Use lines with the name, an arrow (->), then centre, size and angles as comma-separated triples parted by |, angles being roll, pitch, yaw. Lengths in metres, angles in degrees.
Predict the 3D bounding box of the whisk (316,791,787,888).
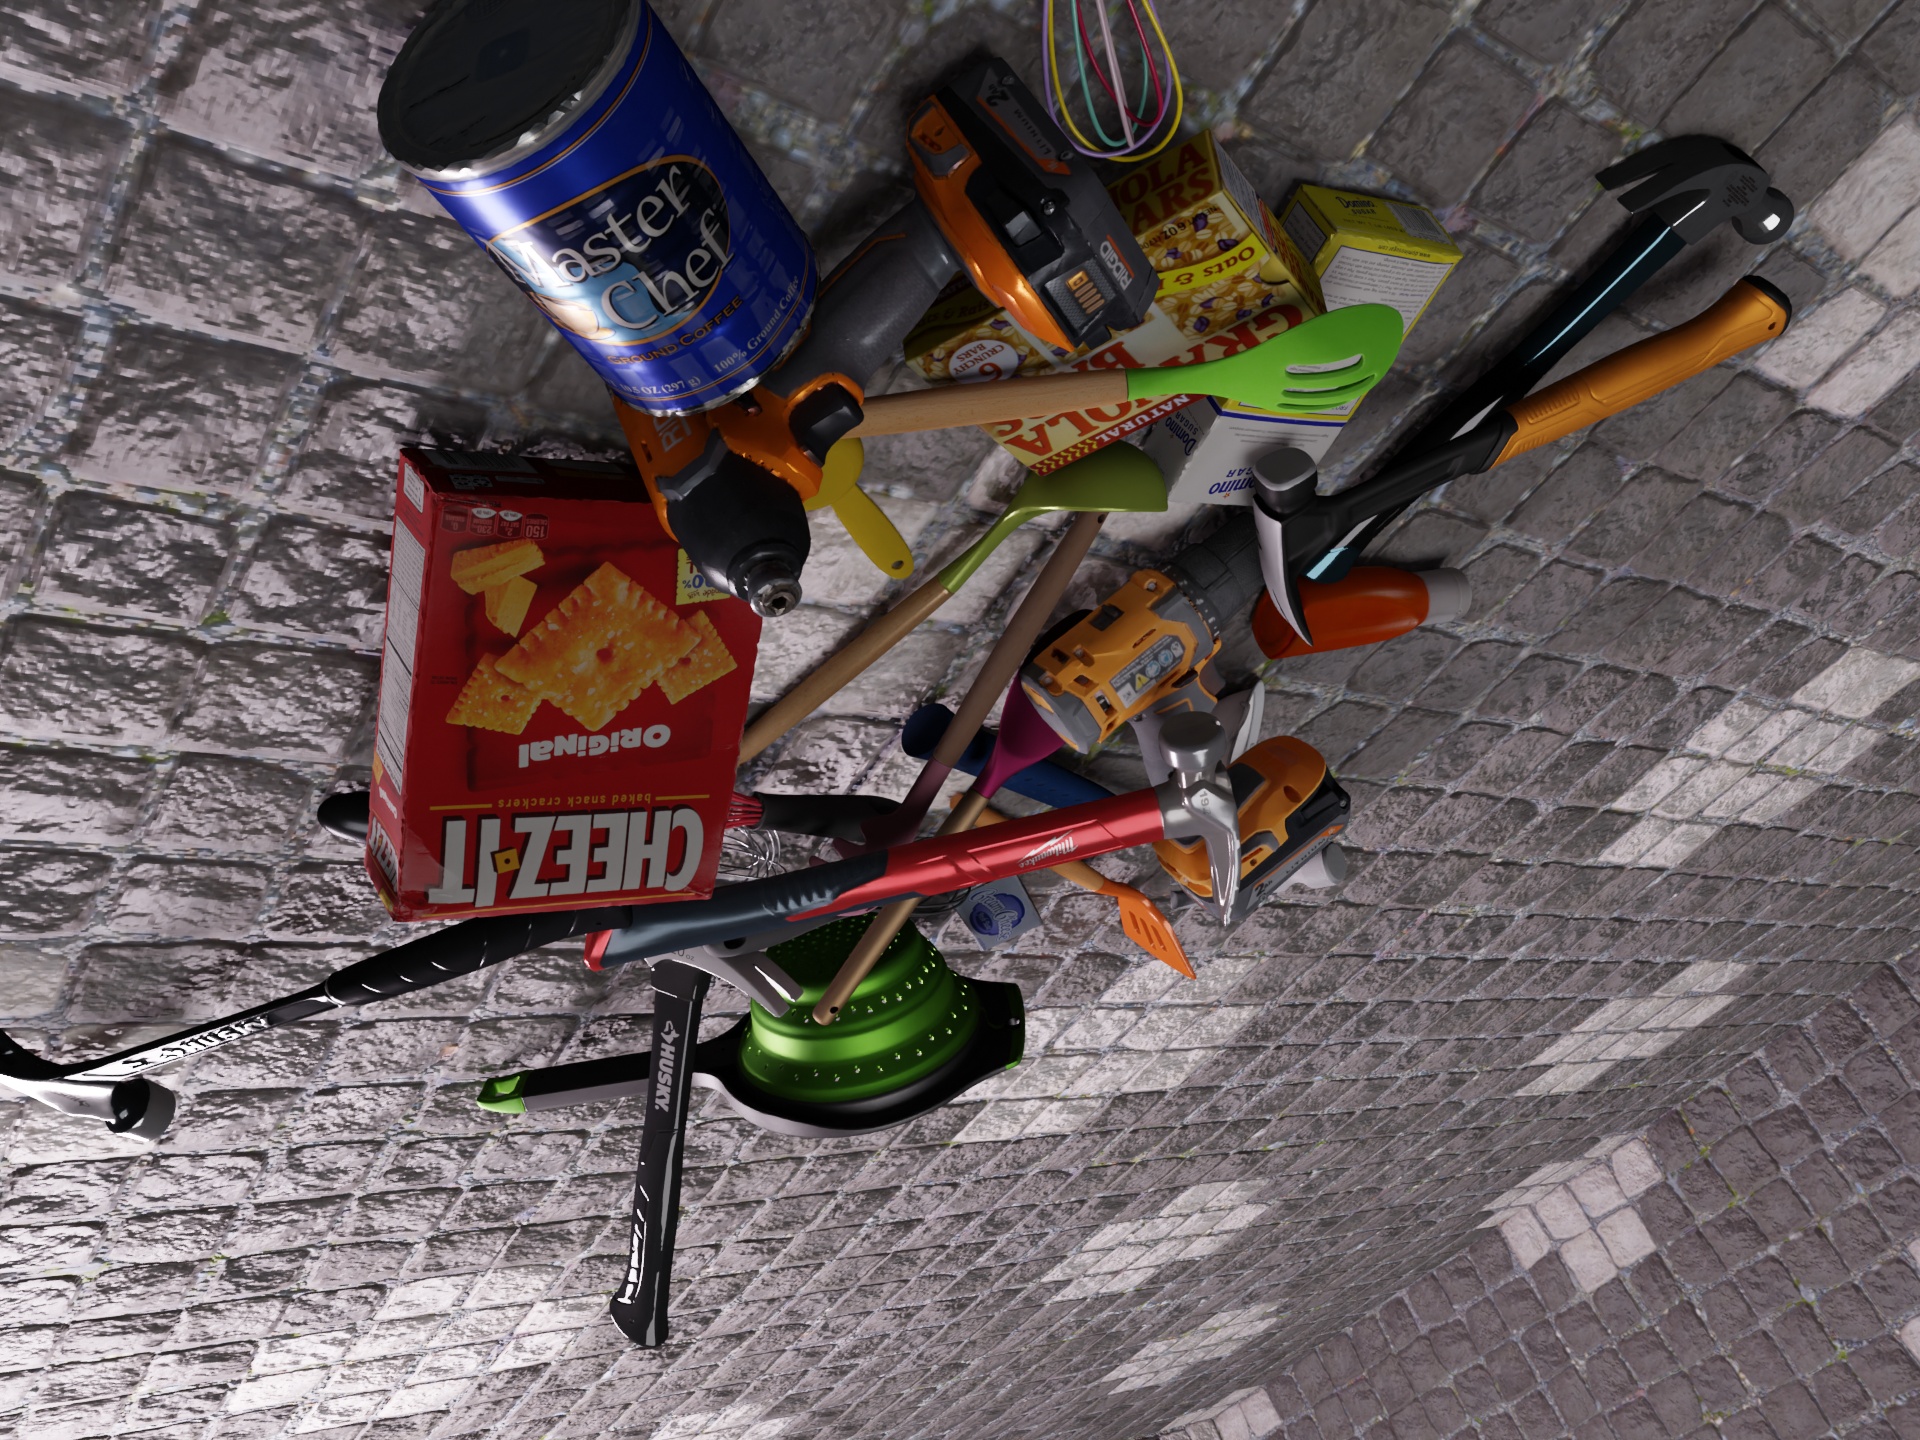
whisk -> -0.230, 0.071, 0.933 | 0.284, 0.070, 0.070 | 11, 132, -34

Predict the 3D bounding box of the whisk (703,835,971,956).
whisk -> -0.075, 0.121, 1.050 | 0.239, 0.055, 0.055 | -11, 147, -47

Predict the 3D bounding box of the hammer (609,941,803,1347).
hammer -> -0.193, 0.280, 1.057 | 0.035, 0.146, 0.334 | -40, 143, -63

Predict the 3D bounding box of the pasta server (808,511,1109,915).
pasta server -> -0.001, -0.003, 0.942 | 0.060, 0.040, 0.316 | 10, 117, -51

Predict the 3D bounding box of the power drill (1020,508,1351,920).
power drill -> 0.161, -0.006, 0.987 | 0.185, 0.084, 0.226 | -40, 122, -5

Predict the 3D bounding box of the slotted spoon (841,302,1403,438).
slotted spoon -> 0.051, -0.151, 0.738 | 0.314, 0.031, 0.070 | -6, 156, 2

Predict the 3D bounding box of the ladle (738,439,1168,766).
ladle -> -0.020, -0.052, 0.896 | 0.320, 0.062, 0.078 | -37, 173, 23

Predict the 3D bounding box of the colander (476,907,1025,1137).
colander -> -0.157, 0.207, 1.120 | 0.397, 0.205, 0.094 | -9, 111, 4

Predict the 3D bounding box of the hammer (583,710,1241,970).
hammer -> -0.027, 0.101, 0.936 | 0.386, 0.038, 0.143 | -13, 124, 0

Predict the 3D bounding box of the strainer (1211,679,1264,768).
strainer -> 0.214, 0.035, 1.172 | 0.258, 0.050, 0.087 | 45, 62, -60

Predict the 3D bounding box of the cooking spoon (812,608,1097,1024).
cooking spoon -> -0.002, 0.065, 0.996 | 0.068, 0.017, 0.319 | 27, 103, -36

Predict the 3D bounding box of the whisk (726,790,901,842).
whisk -> -0.137, 0.051, 0.934 | 0.295, 0.073, 0.073 | 8, 134, -44

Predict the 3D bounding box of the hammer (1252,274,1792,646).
hammer -> 0.321, -0.161, 0.902 | 0.337, 0.034, 0.127 | -26, 137, -6

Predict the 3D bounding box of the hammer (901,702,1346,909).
hammer -> 0.108, 0.068, 1.127 | 0.144, 0.035, 0.405 | -18, 150, 39

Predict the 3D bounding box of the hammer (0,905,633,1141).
hammer -> -0.366, 0.155, 0.906 | 0.409, 0.036, 0.149 | -20, 145, 14

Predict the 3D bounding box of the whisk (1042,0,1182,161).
whisk -> 0.046, -0.314, 0.595 | 0.051, 0.047, 0.244 | -46, 145, -17

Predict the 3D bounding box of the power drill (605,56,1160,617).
power drill -> -0.036, -0.149, 0.658 | 0.226, 0.164, 0.084 | -35, 143, 11

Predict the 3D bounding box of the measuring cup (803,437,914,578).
measuring cup -> -0.056, -0.107, 0.820 | 0.062, 0.029, 0.156 | -30, 145, 8

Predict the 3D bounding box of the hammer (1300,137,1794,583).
hammer -> 0.322, -0.199, 0.931 | 0.128, 0.033, 0.331 | 13, 131, -44

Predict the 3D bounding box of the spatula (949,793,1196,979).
spatula -> 0.086, 0.123, 1.202 | 0.322, 0.081, 0.041 | 33, 88, -46
